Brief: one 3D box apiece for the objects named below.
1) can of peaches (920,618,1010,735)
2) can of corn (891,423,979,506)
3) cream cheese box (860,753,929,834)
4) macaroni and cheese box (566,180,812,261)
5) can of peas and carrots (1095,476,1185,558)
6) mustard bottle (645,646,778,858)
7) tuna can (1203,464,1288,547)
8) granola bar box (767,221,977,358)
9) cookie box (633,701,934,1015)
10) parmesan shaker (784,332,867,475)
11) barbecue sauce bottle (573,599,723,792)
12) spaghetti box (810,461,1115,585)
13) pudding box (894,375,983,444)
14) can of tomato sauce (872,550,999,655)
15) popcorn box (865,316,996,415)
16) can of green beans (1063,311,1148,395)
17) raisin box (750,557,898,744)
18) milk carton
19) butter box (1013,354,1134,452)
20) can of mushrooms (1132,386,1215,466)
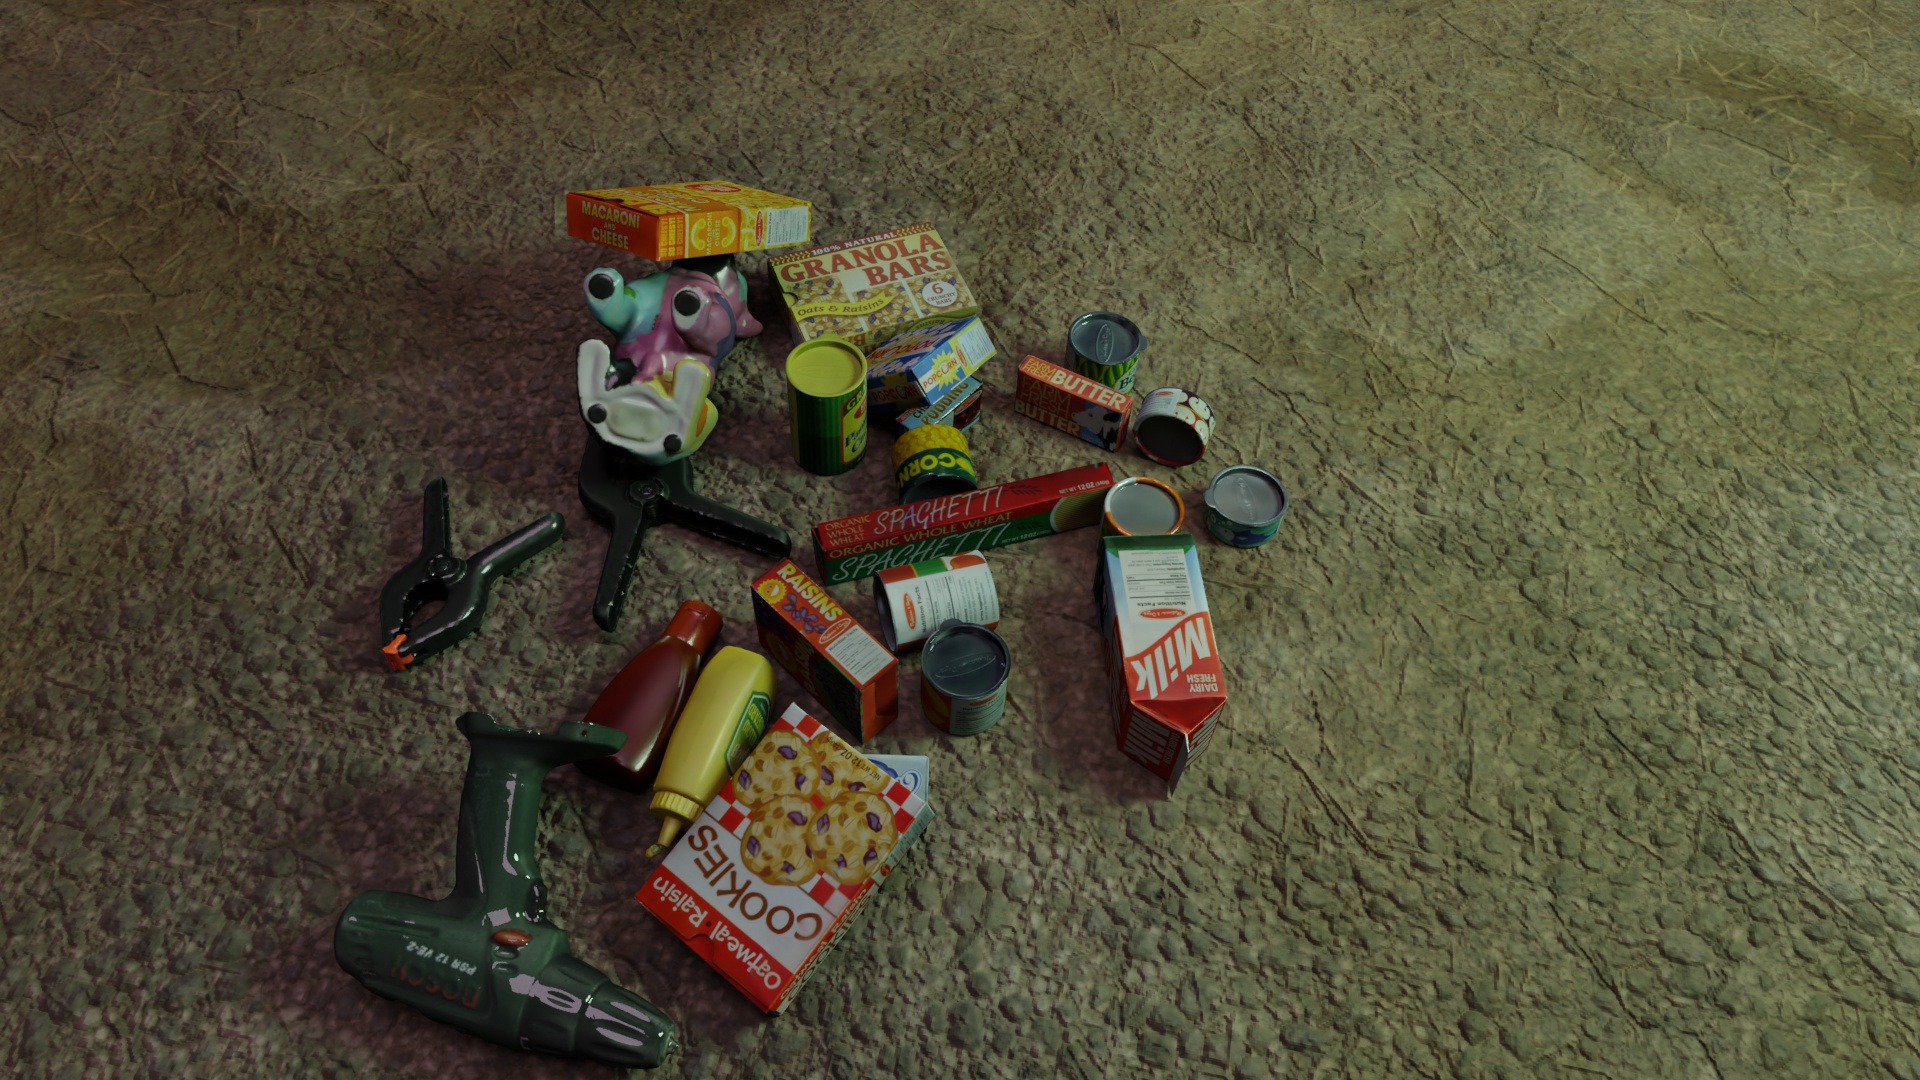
[{"bbox_3d":[0.002,0.102,1.038,0.071,0.057,0.071,1,53,-1],"label":"can of peaches"},{"bbox_3d":[-0.022,-0.056,1.147,0.071,0.070,0.058,-7,53,-8],"label":"can of corn"},{"bbox_3d":[-0.075,0.180,0.995,0.104,0.024,0.053,2,55,-1],"label":"cream cheese box"},{"bbox_3d":[-0.230,-0.275,1.183,0.124,0.040,0.167,22,27,35],"label":"macaroni and cheese box"},{"bbox_3d":[0.148,-0.008,1.128,0.071,0.058,0.071,1,54,-2],"label":"can of peas and carrots"},{"bbox_3d":[-0.181,0.155,0.988,0.049,0.065,0.161,12,58,17],"label":"mustard bottle"},{"bbox_3d":[0.236,-0.028,1.164,0.071,0.032,0.071,2,53,-2],"label":"tuna can"},{"bbox_3d":[-0.083,-0.229,1.293,0.166,0.038,0.124,-16,56,-15],"label":"granola bar box"},{"bbox_3d":[-0.118,0.212,0.936,0.123,0.040,0.168,33,73,21],"label":"cookie box"},{"bbox_3d":[-0.110,-0.113,1.165,0.071,0.102,0.071,2,54,-2],"label":"parmesan shaker"},{"bbox_3d":[-0.226,0.110,1.029,0.065,0.043,0.149,19,54,11],"label":"barbecue sauce bottle"},{"bbox_3d":[0.004,-0.014,1.130,0.250,0.050,0.029,-13,54,-12],"label":"spaghetti box"},{"bbox_3d":[-0.019,-0.105,1.197,0.030,0.049,0.084,37,61,20],"label":"pudding box"},{"bbox_3d":[-0.020,0.047,1.075,0.083,0.070,0.071,-12,55,-13],"label":"can of tomato sauce"},{"bbox_3d":[-0.040,-0.148,1.191,0.085,0.038,0.126,-41,22,-28],"label":"popcorn box"},{"bbox_3d":[0.126,-0.161,1.242,0.071,0.057,0.071,1,53,-2],"label":"can of green beans"},{"bbox_3d":[-0.100,0.081,1.030,0.040,0.085,0.123,-38,64,-25],"label":"raisin box"},{"bbox_3d":[0.150,0.092,1.046,0.073,0.072,0.191,-2,52,-4],"label":"milk carton"},{"bbox_3d":[0.097,-0.119,1.212,0.103,0.052,0.024,25,54,15],"label":"butter box"},{"bbox_3d":[0.184,-0.096,1.193,0.071,0.070,0.034,19,54,11],"label":"can of mushrooms"}]
